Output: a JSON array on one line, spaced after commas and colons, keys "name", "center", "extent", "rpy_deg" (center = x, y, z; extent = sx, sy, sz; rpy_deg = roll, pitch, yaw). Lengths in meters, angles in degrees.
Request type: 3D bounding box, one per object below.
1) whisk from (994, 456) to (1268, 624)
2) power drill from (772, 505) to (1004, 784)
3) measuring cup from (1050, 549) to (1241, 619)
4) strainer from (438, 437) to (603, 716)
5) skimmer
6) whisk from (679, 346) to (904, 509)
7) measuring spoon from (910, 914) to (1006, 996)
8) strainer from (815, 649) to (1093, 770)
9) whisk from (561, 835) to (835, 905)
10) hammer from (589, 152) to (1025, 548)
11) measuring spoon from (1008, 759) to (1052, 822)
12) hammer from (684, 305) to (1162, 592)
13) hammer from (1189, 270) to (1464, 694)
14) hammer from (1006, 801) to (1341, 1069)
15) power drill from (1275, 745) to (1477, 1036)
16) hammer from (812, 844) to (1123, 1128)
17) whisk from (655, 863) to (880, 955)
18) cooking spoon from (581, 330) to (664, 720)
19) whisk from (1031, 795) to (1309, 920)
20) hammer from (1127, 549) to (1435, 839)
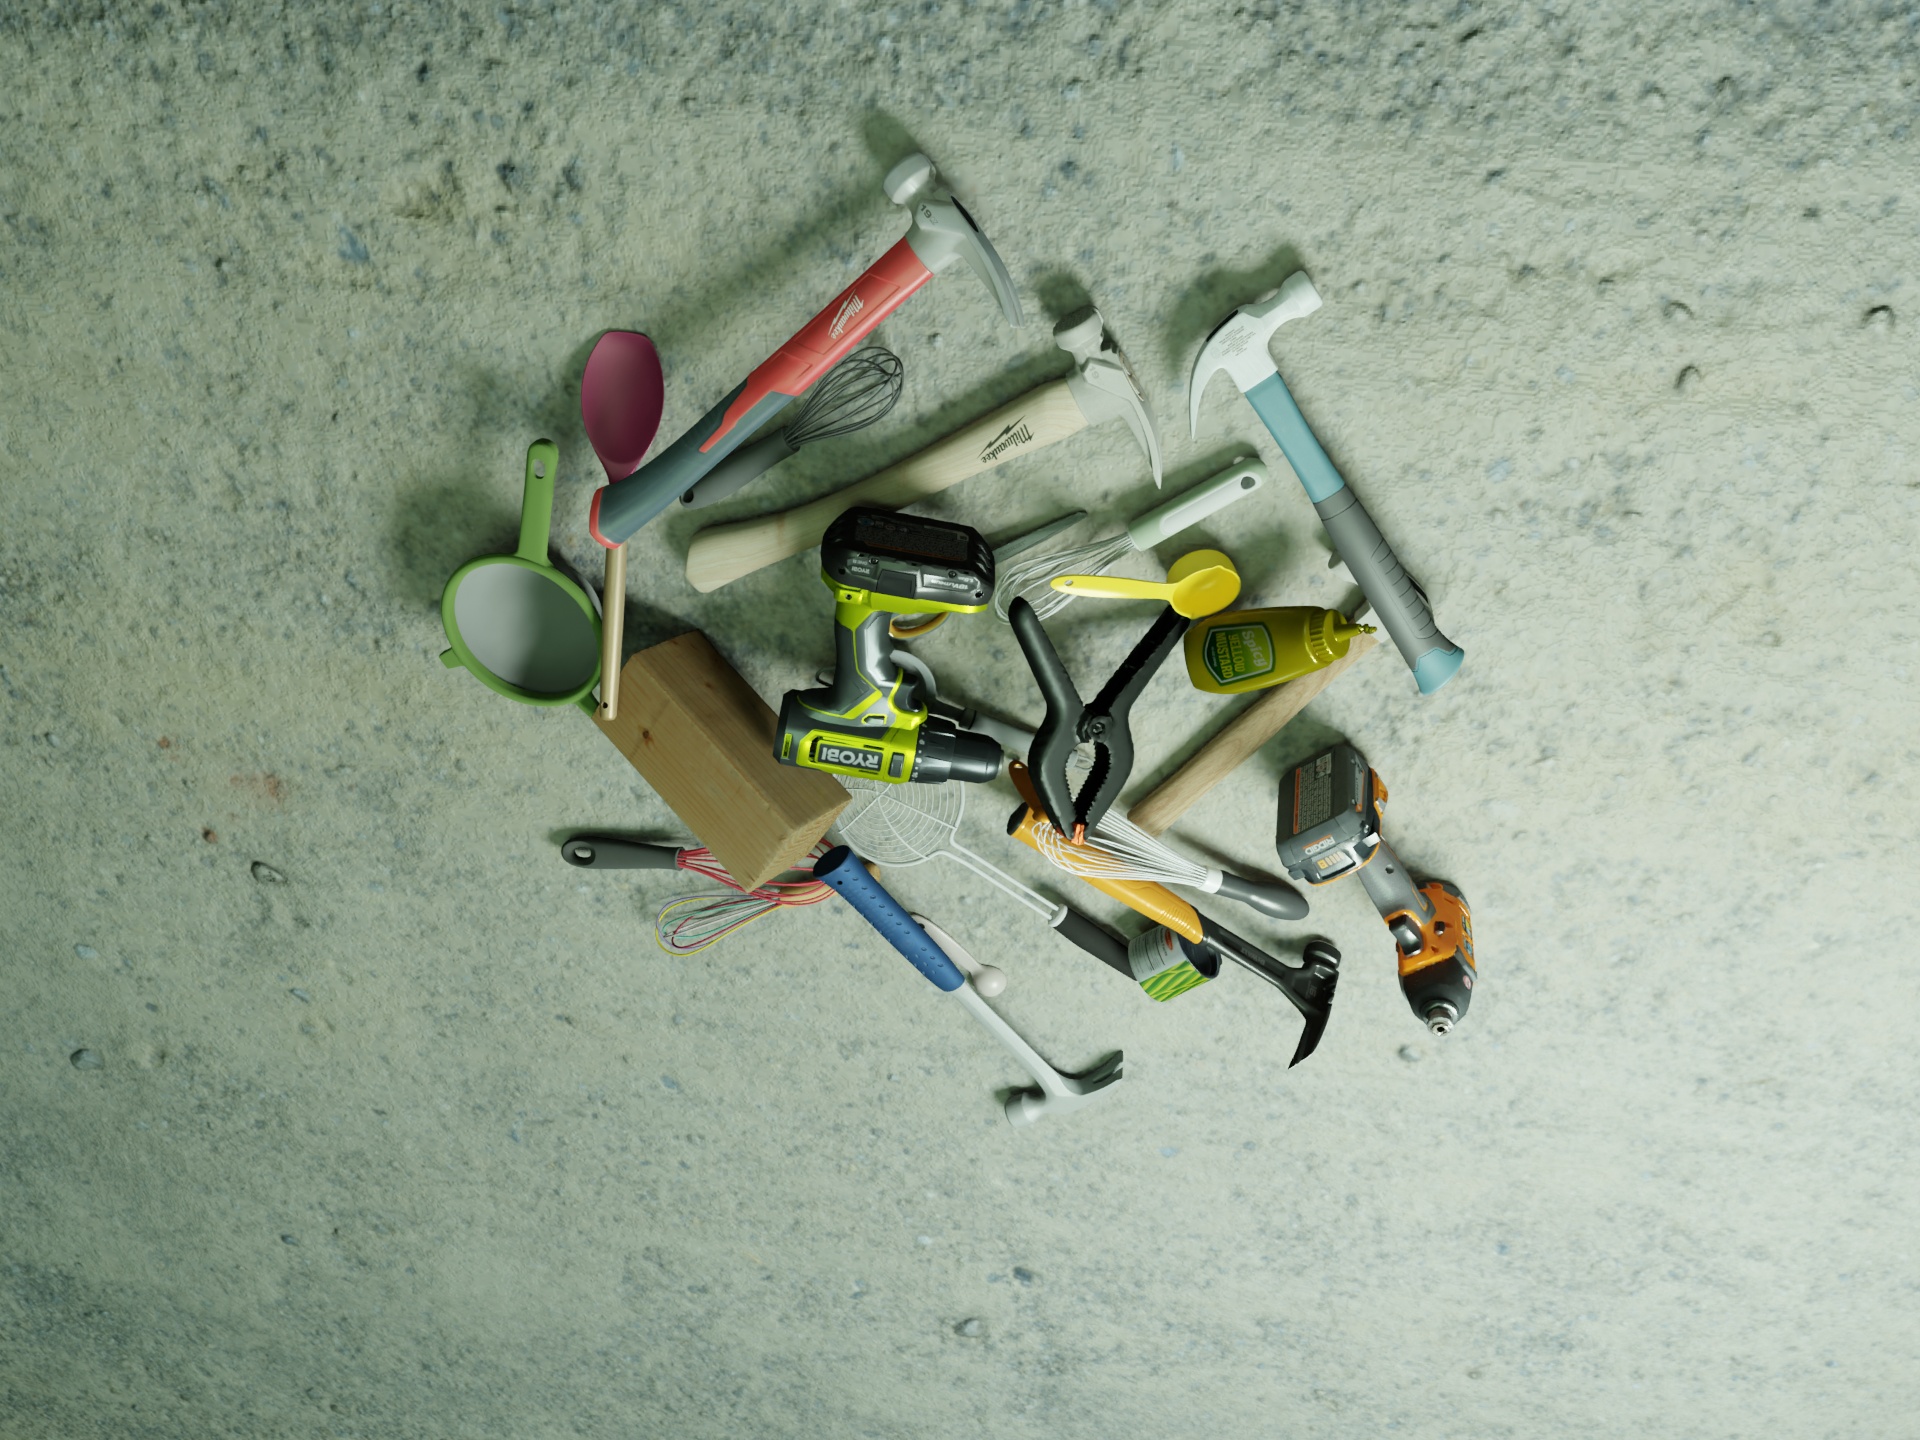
[{"name": "whisk", "center": [0.130, -0.140, 1.251], "extent": [0.246, 0.059, 0.057], "rpy_deg": [-28, 126, 22]}, {"name": "power drill", "center": [-0.043, -0.045, 1.283], "extent": [0.190, 0.080, 0.228], "rpy_deg": [9, 124, -5]}, {"name": "measuring cup", "center": [0.143, -0.112, 1.246], "extent": [0.156, 0.029, 0.062], "rpy_deg": [2, 141, -15]}, {"name": "strainer", "center": [-0.352, -0.132, 1.342], "extent": [0.151, 0.069, 0.256], "rpy_deg": [18, 125, 3]}, {"name": "skimmer", "center": [0.039, 0.134, 1.463], "extent": [0.363, 0.090, 0.127], "rpy_deg": [35, 103, -25]}, {"name": "whisk", "center": [-0.137, -0.224, 1.251], "extent": [0.239, 0.055, 0.055], "rpy_deg": [-24, 116, 30]}, {"name": "measuring spoon", "center": [-0.005, 0.231, 1.546], "extent": [0.124, 0.018, 0.034], "rpy_deg": [41, 122, -17]}, {"name": "strainer", "center": [-0.002, -0.004, 1.374], "extent": [0.258, 0.050, 0.086], "rpy_deg": [21, 119, -10]}, {"name": "whisk", "center": [-0.248, 0.133, 1.508], "extent": [0.296, 0.073, 0.073], "rpy_deg": [3, 124, 17]}, {"name": "hammer", "center": [-0.131, -0.238, 1.188], "extent": [0.386, 0.038, 0.143], "rpy_deg": [-36, 87, 23]}, {"name": "measuring spoon", "center": [0.060, 0.057, 1.360], "extent": [0.021, 0.117, 0.011], "rpy_deg": [-1, 114, -12]}, {"name": "hammer", "center": [-0.042, -0.180, 1.266], "extent": [0.410, 0.038, 0.146], "rpy_deg": [-20, 119, 24]}, {"name": "hammer", "center": [0.282, -0.159, 1.183], "extent": [0.128, 0.033, 0.330], "rpy_deg": [-31, 107, 18]}, {"name": "hammer", "center": [0.186, 0.176, 1.414], "extent": [0.337, 0.127, 0.034], "rpy_deg": [32, 139, -6]}, {"name": "power drill", "center": [0.356, 0.149, 1.329], "extent": [0.084, 0.164, 0.226], "rpy_deg": [-30, 111, 28]}, {"name": "hammer", "center": [0.005, 0.256, 1.523], "extent": [0.144, 0.035, 0.405], "rpy_deg": [-26, 123, 25]}, {"name": "whisk", "center": [-0.188, 0.181, 1.538], "extent": [0.245, 0.047, 0.051], "rpy_deg": [-17, 136, 17]}, {"name": "cooking spoon", "center": [-0.279, -0.153, 1.292], "extent": [0.069, 0.017, 0.318], "rpy_deg": [9, 106, 7]}, {"name": "whisk", "center": [0.190, 0.129, 1.388], "extent": [0.284, 0.070, 0.070], "rpy_deg": [19, 127, -21]}, {"name": "hammer", "center": [0.259, -0.003, 1.325], "extent": [0.130, 0.031, 0.331], "rpy_deg": [36, 124, -12]}]
